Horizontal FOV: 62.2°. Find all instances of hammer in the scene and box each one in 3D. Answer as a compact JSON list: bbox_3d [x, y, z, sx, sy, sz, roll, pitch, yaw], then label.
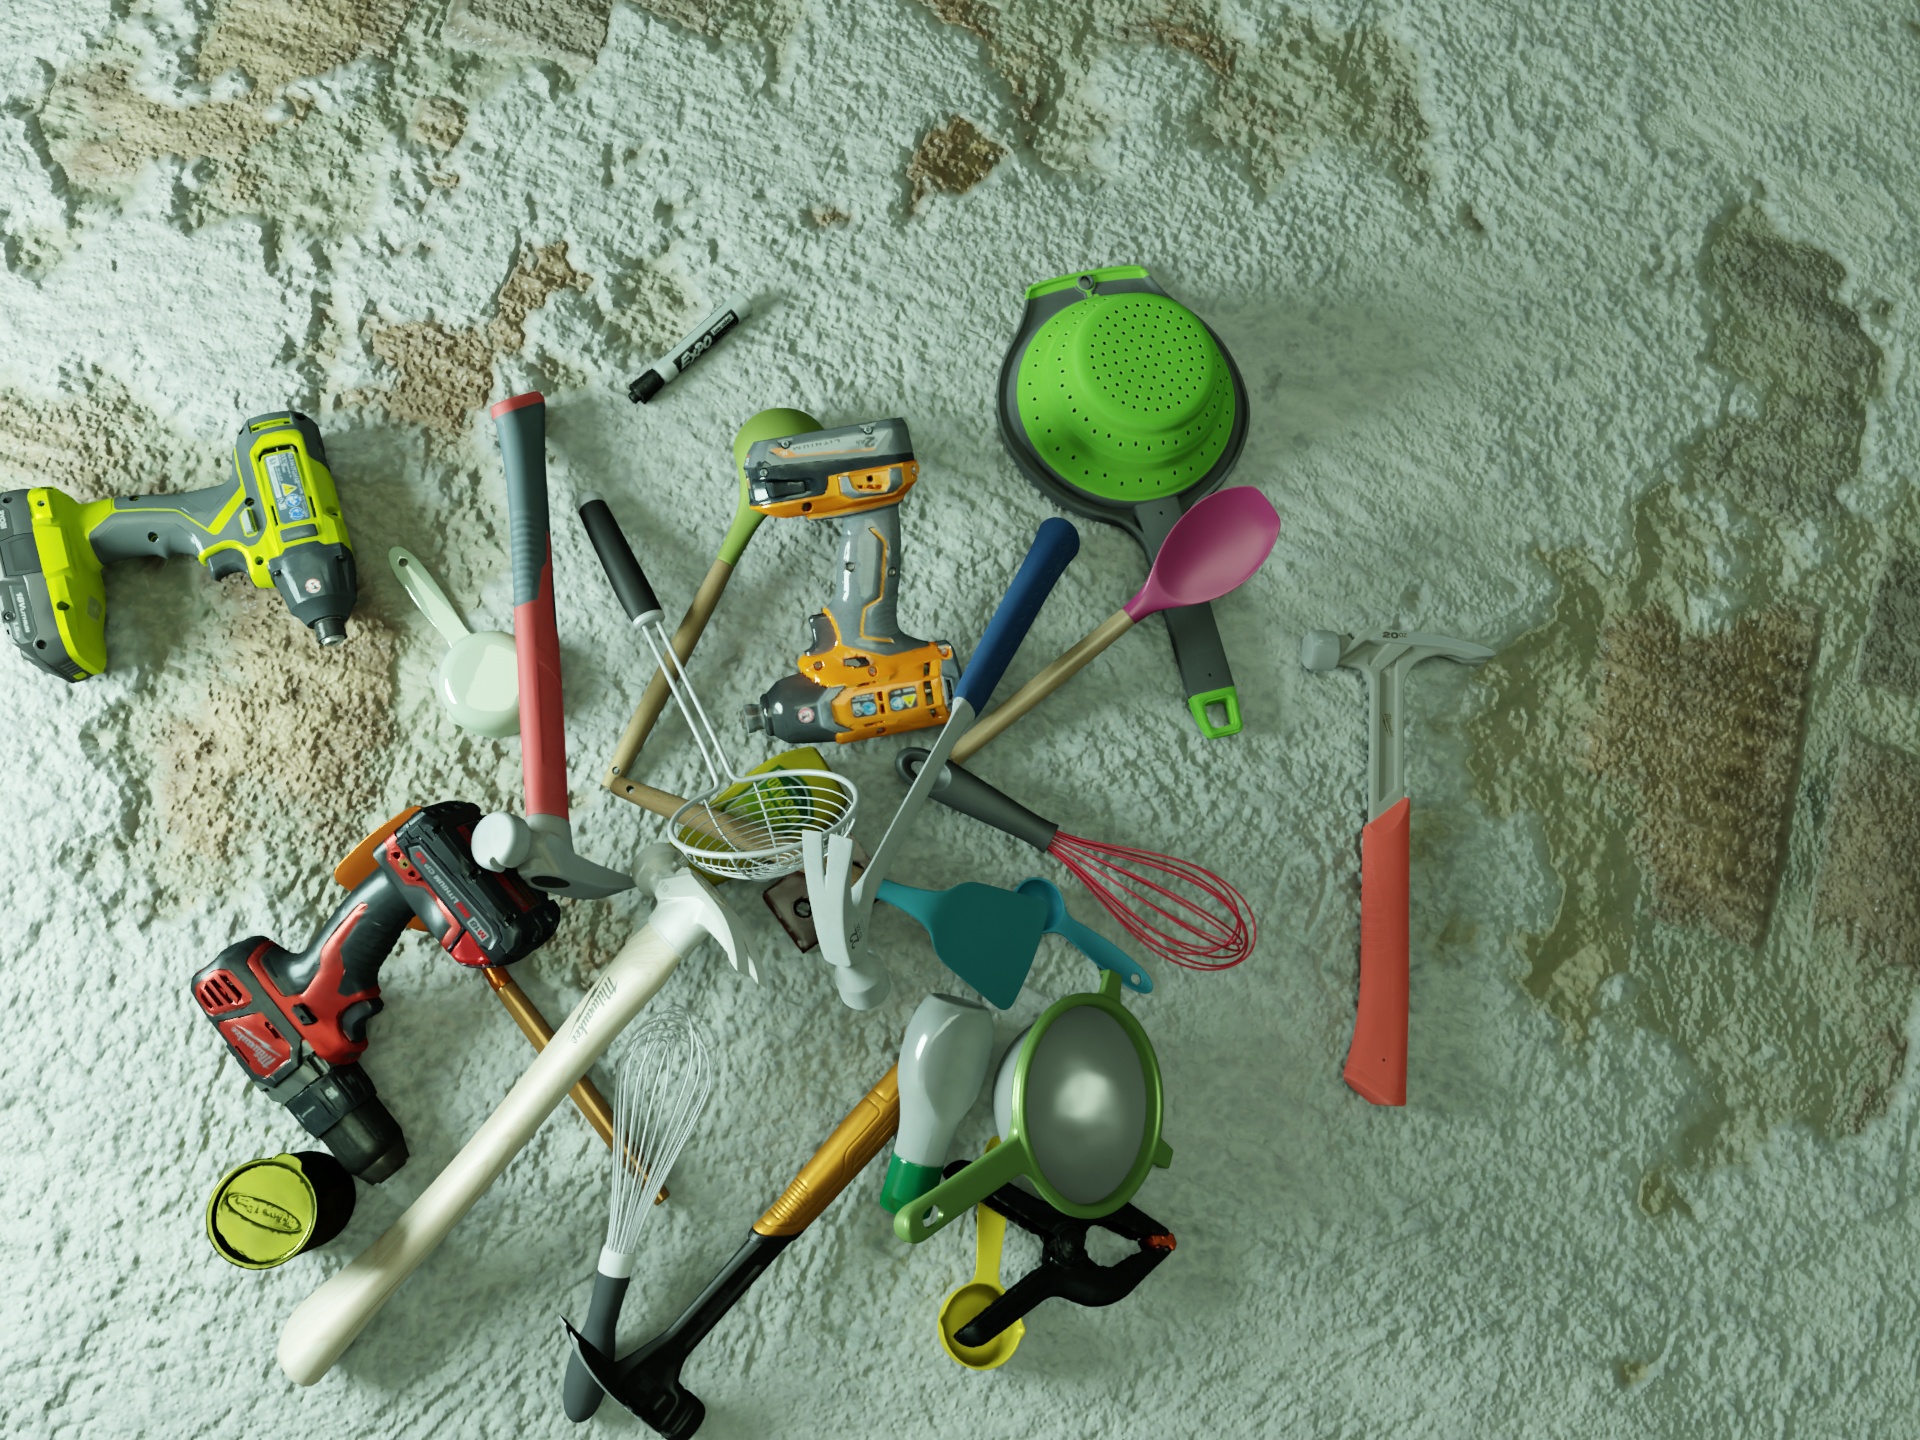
[{"bbox_3d":[-0.002,-0.004,1.098,0.035,0.143,0.406,11,49,22],"label":"hammer"},{"bbox_3d":[0.331,0.107,1.203,0.149,0.036,0.359,5,77,-6],"label":"hammer"},{"bbox_3d":[-0.292,0.272,1.035,0.410,0.038,0.146,-49,45,-2],"label":"hammer"},{"bbox_3d":[-0.293,-0.063,1.139,0.038,0.143,0.387,-20,65,21],"label":"hammer"},{"bbox_3d":[-0.113,0.324,1.082,0.337,0.034,0.127,-45,121,-17],"label":"hammer"}]

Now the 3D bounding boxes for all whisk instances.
[{"bbox_3d":[-0.221,0.330,1.063,0.070,0.070,0.284,14,88,-4],"label":"whisk"},{"bbox_3d":[0.083,0.097,1.161,0.296,0.073,0.073,29,76,2],"label":"whisk"}]

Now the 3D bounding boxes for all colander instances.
[{"bbox_3d":[0.155,-0.184,1.215,0.204,0.094,0.397,-13,79,-10],"label":"colander"}]

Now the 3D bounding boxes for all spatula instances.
[{"bbox_3d":[-0.094,0.105,1.106,0.317,0.044,0.082,22,76,2],"label":"spatula"},{"bbox_3d":[-0.305,0.205,1.102,0.081,0.041,0.322,-38,86,2],"label":"spatula"}]

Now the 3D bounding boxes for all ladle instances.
[{"bbox_3d":[-0.187,-0.092,1.188,0.078,0.062,0.320,26,83,-2],"label":"ladle"}]

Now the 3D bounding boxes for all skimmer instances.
[{"bbox_3d":[-0.189,-0.040,1.098,0.127,0.090,0.364,-19,63,-24],"label":"skimmer"}]

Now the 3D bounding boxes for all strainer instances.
[{"bbox_3d":[0.035,0.281,1.075,0.256,0.069,0.151,-22,97,-43],"label":"strainer"}]

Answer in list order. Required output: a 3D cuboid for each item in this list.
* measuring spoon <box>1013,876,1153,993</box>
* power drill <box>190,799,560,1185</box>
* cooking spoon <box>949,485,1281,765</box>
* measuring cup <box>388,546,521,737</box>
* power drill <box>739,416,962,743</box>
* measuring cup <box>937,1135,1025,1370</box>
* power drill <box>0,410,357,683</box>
[{"bbox_3d":[0.088,0.164,1.174,0.128,0.021,0.042,37,63,-7],"label":"measuring spoon"},{"bbox_3d":[-0.377,0.182,1.059,0.226,0.080,0.188,-38,90,7],"label":"power drill"},{"bbox_3d":[0.105,-0.062,1.182,0.319,0.017,0.068,-39,99,1],"label":"cooking spoon"},{"bbox_3d":[-0.366,-0.064,1.154,0.083,0.038,0.167,-37,86,-13],"label":"measuring cup"},{"bbox_3d":[-0.093,-0.094,1.148,0.164,0.084,0.226,-12,102,-10],"label":"power drill"},{"bbox_3d":[0.017,0.373,1.117,0.062,0.029,0.157,11,65,-10],"label":"measuring cup"},{"bbox_3d":[-0.550,-0.112,1.126,0.223,0.080,0.171,-16,80,-13],"label":"power drill"}]
